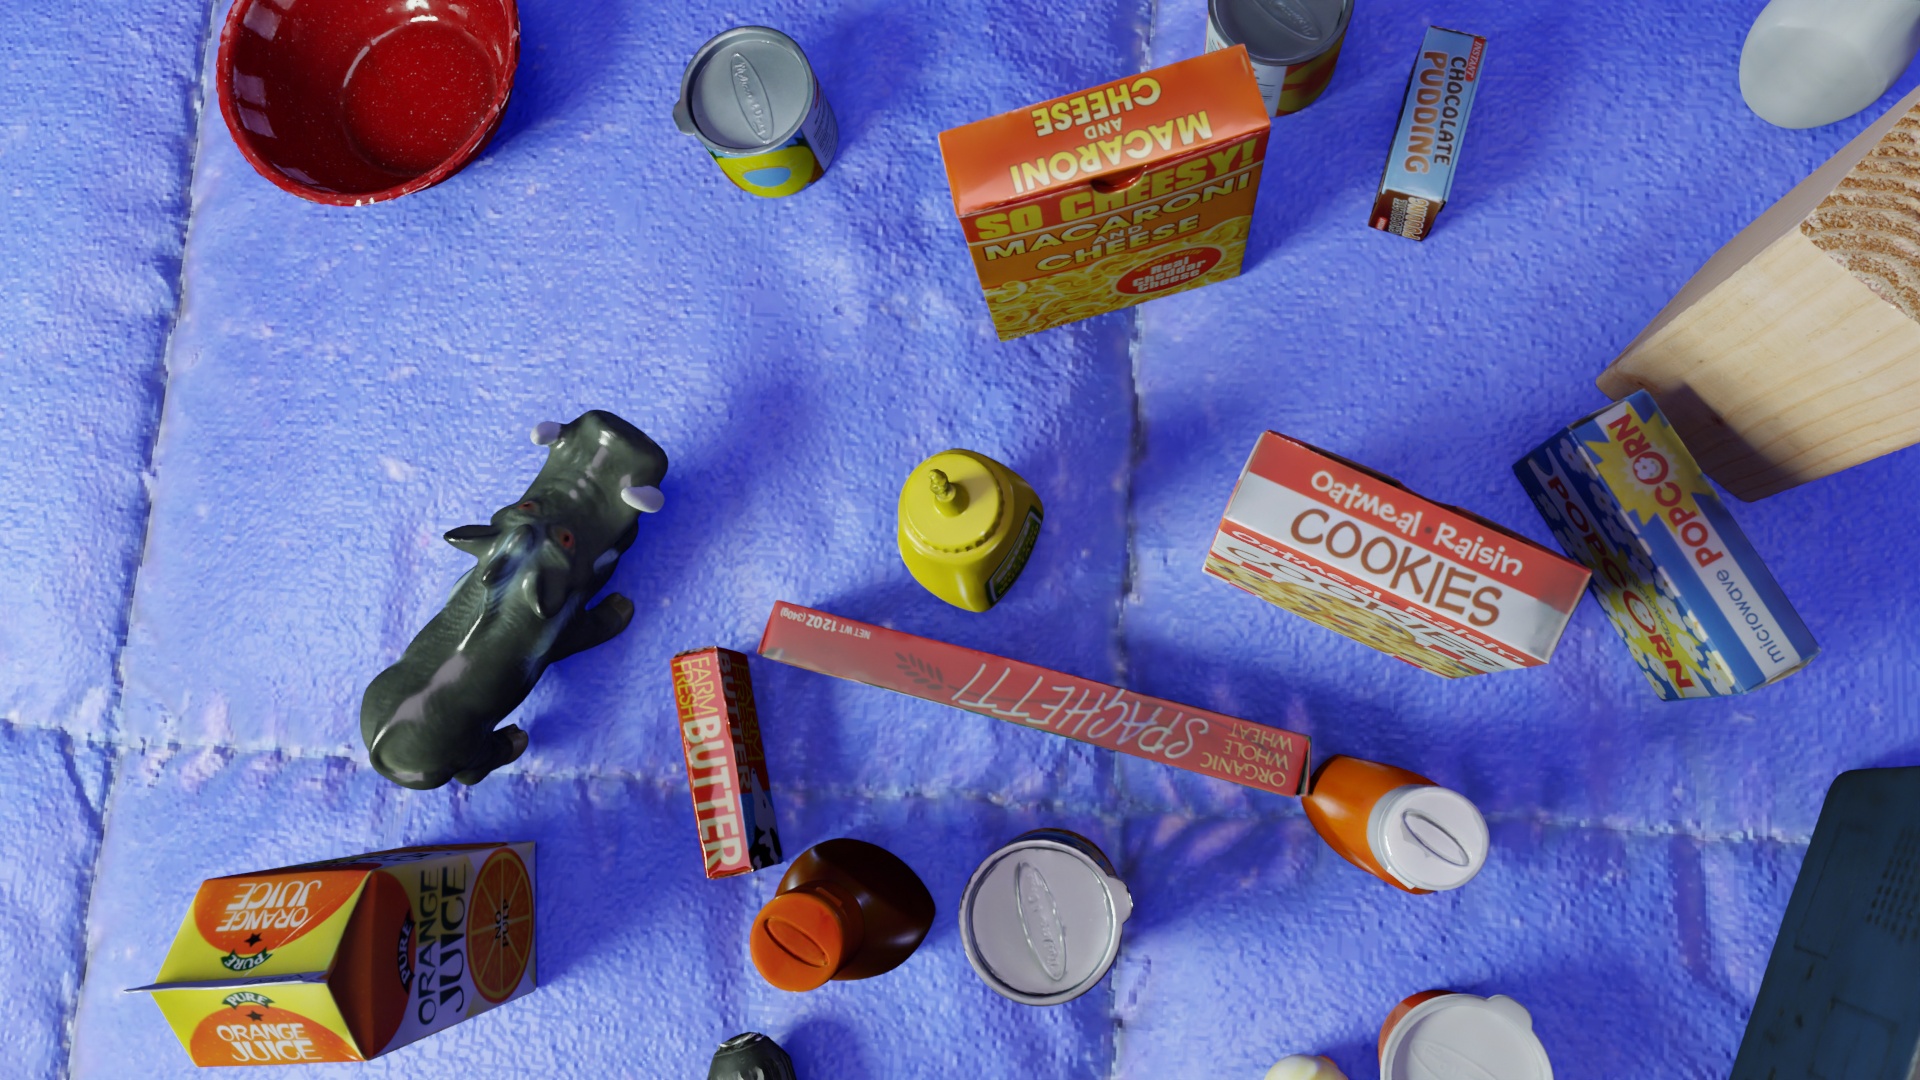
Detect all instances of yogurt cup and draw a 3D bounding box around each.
[{"bbox_3d":[0.208,0.222,0.586,0.072,0.054,0.072,-1,82,7],"label":"yogurt cup"}]

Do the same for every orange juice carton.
[{"bbox_3d":[-0.250,0.170,0.580,0.072,0.192,0.073,-4,82,7],"label":"orange juice carton"}]

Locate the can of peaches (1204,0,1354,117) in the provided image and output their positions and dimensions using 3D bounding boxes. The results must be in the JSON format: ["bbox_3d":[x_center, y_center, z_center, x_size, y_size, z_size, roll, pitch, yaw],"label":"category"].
[{"bbox_3d":[0.152,-0.246,0.662,0.071,0.058,0.071,-1,82,7],"label":"can of peaches"}]

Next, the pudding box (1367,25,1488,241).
[{"bbox_3d":[0.218,-0.189,0.650,0.030,0.049,0.084,16,84,9],"label":"pudding box"}]

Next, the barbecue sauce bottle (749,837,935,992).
[{"bbox_3d":[-0.050,0.156,0.580,0.065,0.148,0.043,33,87,10],"label":"barbecue sauce bottle"}]

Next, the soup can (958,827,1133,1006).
[{"bbox_3d":[0.040,0.159,0.601,0.071,0.083,0.071,-1,82,7],"label":"soup can"}]

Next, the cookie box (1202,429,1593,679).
[{"bbox_3d":[0.166,0.011,0.566,0.123,0.167,0.040,25,86,10],"label":"cookie box"}]

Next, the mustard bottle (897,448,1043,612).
[{"bbox_3d":[0.002,-0.007,0.592,0.049,0.160,0.065,29,86,10],"label":"mustard bottle"}]

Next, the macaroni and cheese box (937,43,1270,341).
[{"bbox_3d":[0.064,-0.142,0.602,0.124,0.166,0.040,-15,80,5],"label":"macaroni and cheese box"}]

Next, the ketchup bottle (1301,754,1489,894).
[{"bbox_3d":[0.176,0.115,0.558,0.065,0.148,0.043,38,88,11],"label":"ketchup bottle"}]

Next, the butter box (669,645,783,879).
[{"bbox_3d":[-0.108,0.102,0.644,0.024,0.053,0.103,-13,80,5],"label":"butter box"}]

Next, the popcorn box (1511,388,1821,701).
[{"bbox_3d":[0.296,0.005,0.592,0.038,0.085,0.127,-29,79,2],"label":"popcorn box"}]

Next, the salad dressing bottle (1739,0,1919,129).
[{"bbox_3d":[0.383,-0.225,0.585,0.064,0.147,0.044,36,88,11],"label":"salad dressing bottle"}]

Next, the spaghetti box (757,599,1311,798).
[{"bbox_3d":[0.034,0.072,0.633,0.250,0.050,0.029,14,84,9],"label":"spaghetti box"}]

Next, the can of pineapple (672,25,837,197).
[{"bbox_3d":[-0.100,-0.211,0.688,0.071,0.058,0.071,-1,82,7],"label":"can of pineapple"}]
